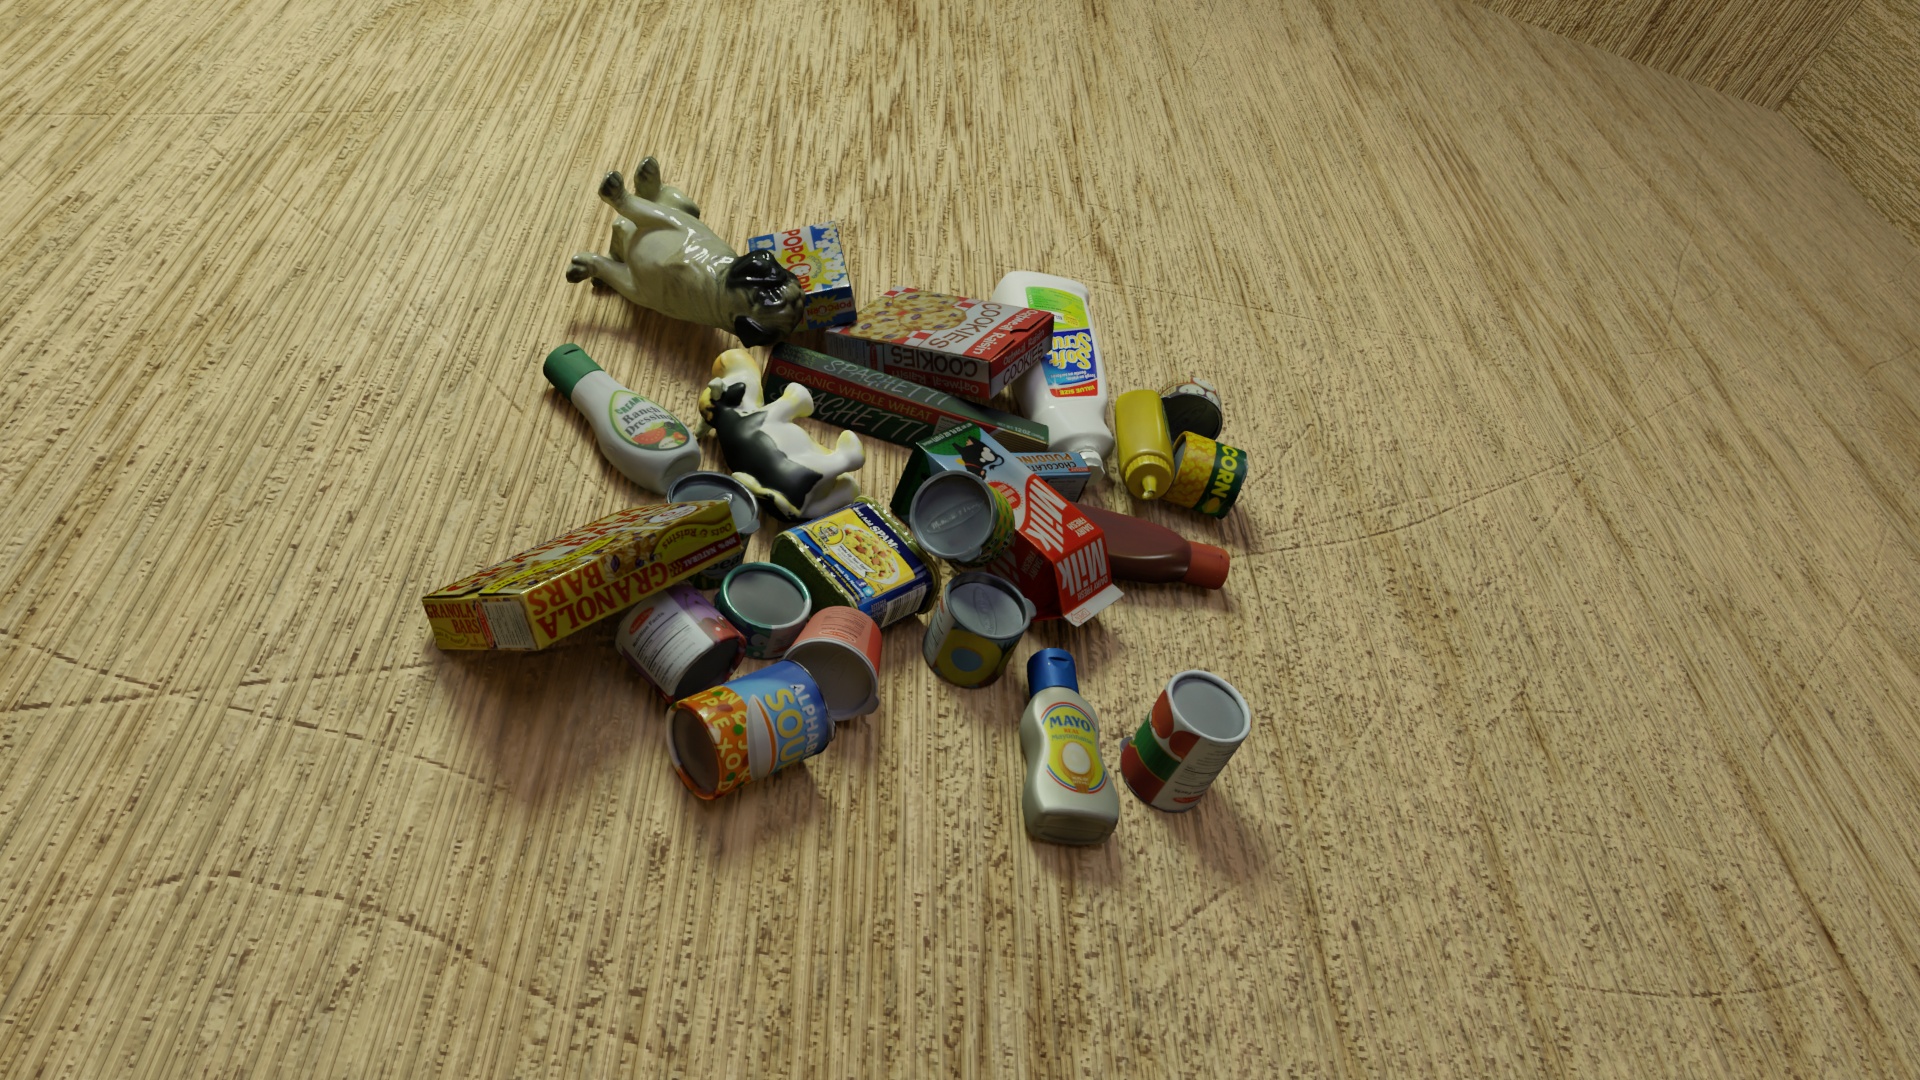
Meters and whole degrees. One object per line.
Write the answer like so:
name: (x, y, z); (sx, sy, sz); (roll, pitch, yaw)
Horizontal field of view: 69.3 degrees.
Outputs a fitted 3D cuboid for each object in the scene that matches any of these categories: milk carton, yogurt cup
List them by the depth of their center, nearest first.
yogurt cup: (-0.085, 0.081, 0.954); (0.072, 0.072, 0.054); (22, 31, -3)
milk carton: (0.041, -0.005, 1.102); (0.191, 0.073, 0.073); (41, 41, 19)

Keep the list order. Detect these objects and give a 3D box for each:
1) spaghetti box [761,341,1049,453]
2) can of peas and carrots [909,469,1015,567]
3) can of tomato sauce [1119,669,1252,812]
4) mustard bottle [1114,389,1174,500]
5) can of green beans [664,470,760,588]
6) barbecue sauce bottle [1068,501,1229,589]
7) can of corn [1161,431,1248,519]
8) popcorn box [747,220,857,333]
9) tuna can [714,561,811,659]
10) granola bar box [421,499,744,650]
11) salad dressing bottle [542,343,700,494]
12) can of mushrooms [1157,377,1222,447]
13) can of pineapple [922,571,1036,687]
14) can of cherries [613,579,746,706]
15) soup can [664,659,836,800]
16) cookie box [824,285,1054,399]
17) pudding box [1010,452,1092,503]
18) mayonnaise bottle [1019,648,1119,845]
spaghetti box: (-0.048, -0.109, 1.192); (0.250, 0.049, 0.029); (17, 38, -9)
can of peas and carrots: (0.004, -0.013, 1.031); (0.071, 0.071, 0.058); (40, 4, 19)
can of tomato sauce: (0.159, 0.141, 0.992); (0.071, 0.082, 0.071); (14, 41, -13)
mustard bottle: (0.165, -0.077, 1.236); (0.049, 0.065, 0.161); (-10, 33, 9)
can of green beans: (-0.185, -0.007, 1.005); (0.071, 0.057, 0.071); (14, 40, -12)
barbecue sauce bottle: (0.152, 0.009, 1.166); (0.149, 0.043, 0.065); (13, 38, -15)
can of corn: (0.220, -0.060, 1.254); (0.058, 0.070, 0.071); (19, 40, -5)
popcorn box: (-0.145, -0.239, 1.265); (0.085, 0.038, 0.127); (-12, 41, -3)
tuna can: (-0.142, 0.047, 0.985); (0.071, 0.032, 0.071); (14, 41, -13)
granola bar box: (-0.244, 0.020, 0.904); (0.124, 0.039, 0.166); (-4, 19, 42)
salad dressing bottle: (-0.265, -0.096, 1.075); (0.148, 0.043, 0.064); (41, 43, 19)
can of mushrooms: (0.214, -0.122, 1.321); (0.071, 0.070, 0.034); (19, 39, -7)
can of pineapple: (0.013, 0.066, 1.022); (0.071, 0.057, 0.071); (14, 41, -12)
can of cherries: (-0.183, 0.069, 0.918); (0.058, 0.071, 0.072); (41, 42, 19)
soup can: (-0.133, 0.120, 0.881); (0.084, 0.071, 0.071); (-20, 56, -39)
cookie box: (-0.017, -0.181, 1.245); (0.167, 0.040, 0.123); (14, 34, 25)
pudding box: (0.064, -0.048, 1.180); (0.084, 0.049, 0.030); (-3, 45, -29)
mayonnaise bottle: (0.071, 0.142, 0.980); (0.065, 0.041, 0.149); (10, 42, -14)
